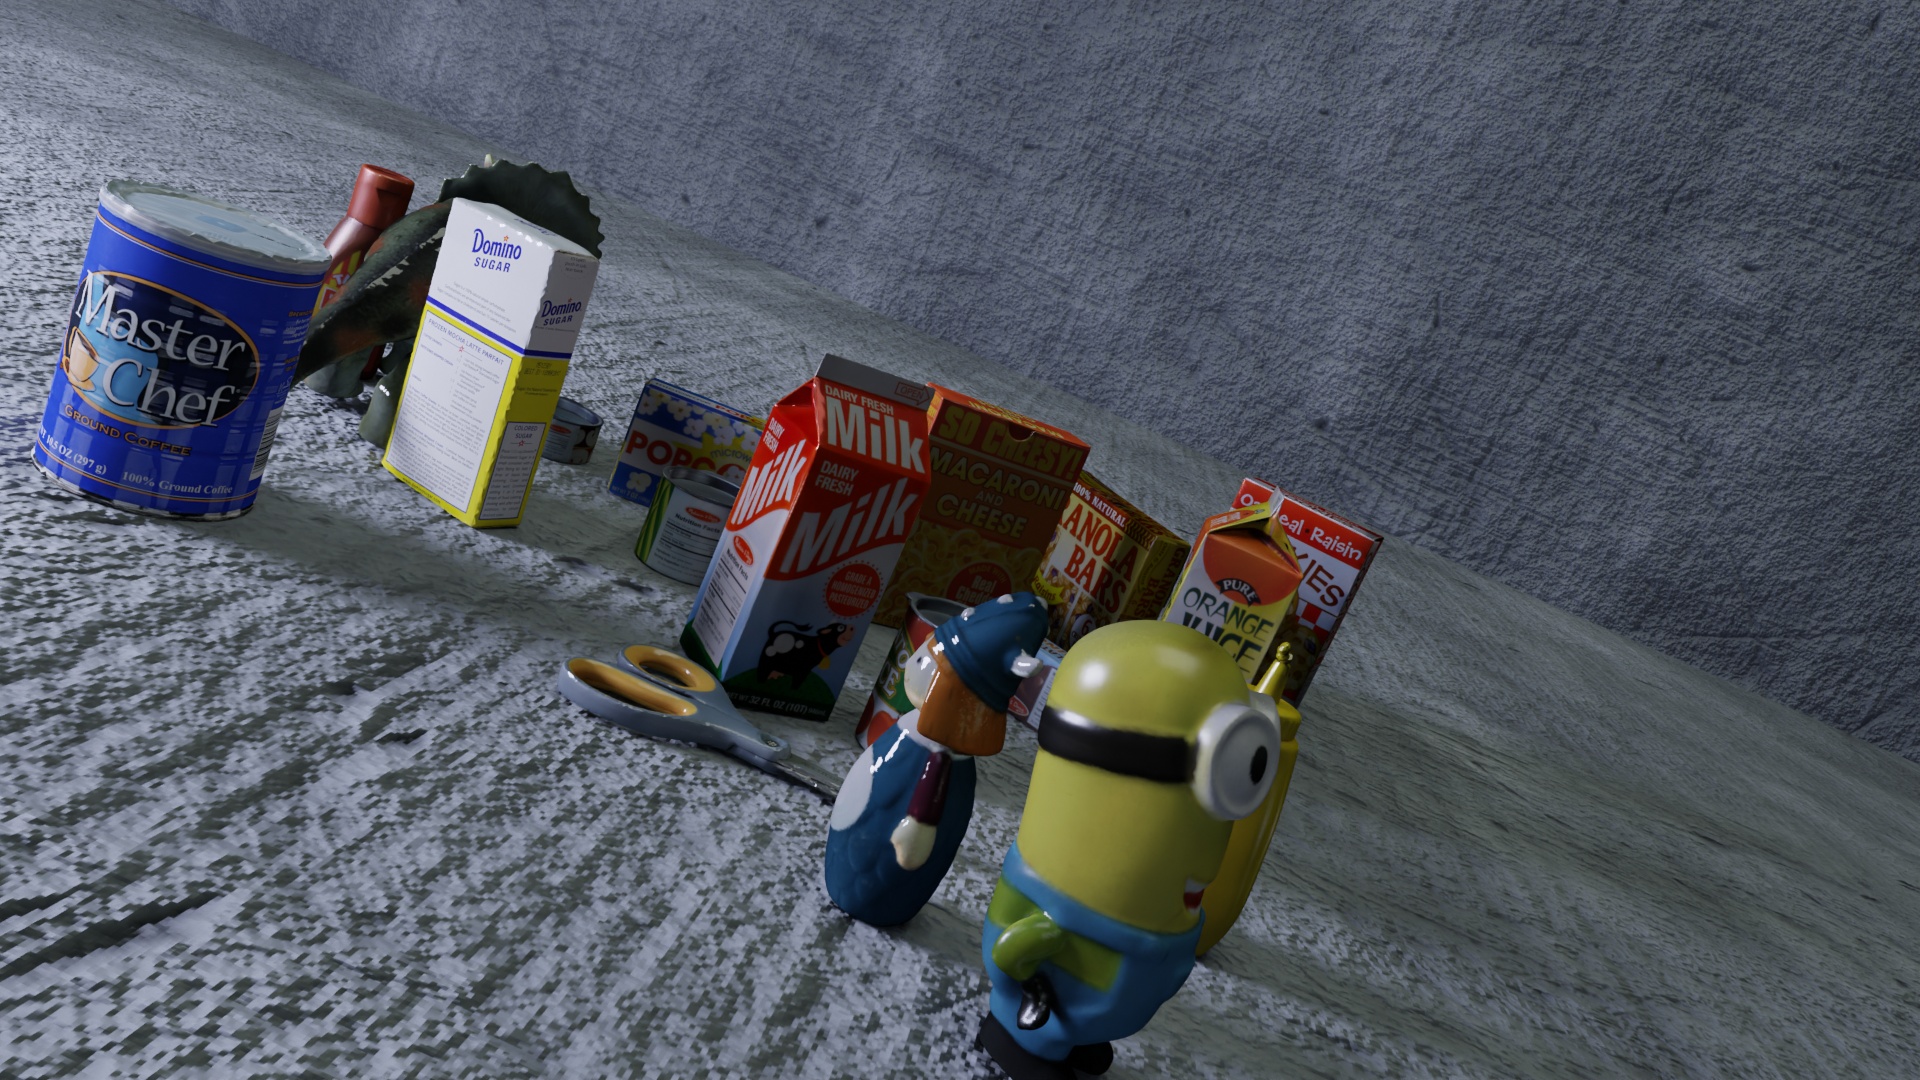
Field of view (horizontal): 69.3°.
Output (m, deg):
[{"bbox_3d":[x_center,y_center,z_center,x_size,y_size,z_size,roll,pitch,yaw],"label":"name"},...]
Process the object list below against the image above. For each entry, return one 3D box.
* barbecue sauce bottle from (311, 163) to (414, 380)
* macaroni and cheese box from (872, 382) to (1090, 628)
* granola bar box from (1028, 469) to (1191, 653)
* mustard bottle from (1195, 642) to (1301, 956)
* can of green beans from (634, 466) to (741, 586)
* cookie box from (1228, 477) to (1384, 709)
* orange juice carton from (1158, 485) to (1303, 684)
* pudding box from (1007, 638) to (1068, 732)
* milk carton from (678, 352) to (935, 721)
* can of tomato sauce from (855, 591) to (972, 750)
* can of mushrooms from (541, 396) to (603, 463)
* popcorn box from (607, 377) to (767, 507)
[{"bbox_3d":[-0.430,-0.192,0.991,0.065,0.148,0.044,14,16,-37],"label":"barbecue sauce bottle"},{"bbox_3d":[0.003,-0.012,0.976,0.124,0.166,0.040,17,14,-27],"label":"macaroni and cheese box"},{"bbox_3d":[0.101,0.025,1.089,0.039,0.124,0.166,16,15,-30],"label":"granola bar box"},{"bbox_3d":[0.128,0.121,0.674,0.065,0.159,0.049,25,13,6],"label":"mustard bottle"},{"bbox_3d":[-0.172,-0.009,0.905,0.071,0.057,0.071,22,13,-5],"label":"can of green beans"},{"bbox_3d":[0.268,0.045,1.196,0.123,0.167,0.040,29,14,23],"label":"cookie box"},{"bbox_3d":[0.181,0.052,0.966,0.073,0.192,0.072,25,13,6],"label":"orange juice carton"},{"bbox_3d":[0.060,0.098,0.894,0.084,0.049,0.030,31,15,31],"label":"pudding box"},{"bbox_3d":[-0.079,-0.005,0.754,0.072,0.190,0.073,15,15,-32],"label":"milk carton"},{"bbox_3d":[-0.014,0.080,0.762,0.071,0.083,0.071,22,13,-5],"label":"can of tomato sauce"},{"bbox_3d":[-0.303,-0.085,1.038,0.071,0.033,0.071,22,13,-5],"label":"can of mushrooms"},{"bbox_3d":[-0.182,-0.056,1.012,0.127,0.085,0.038,21,13,-10],"label":"popcorn box"}]
